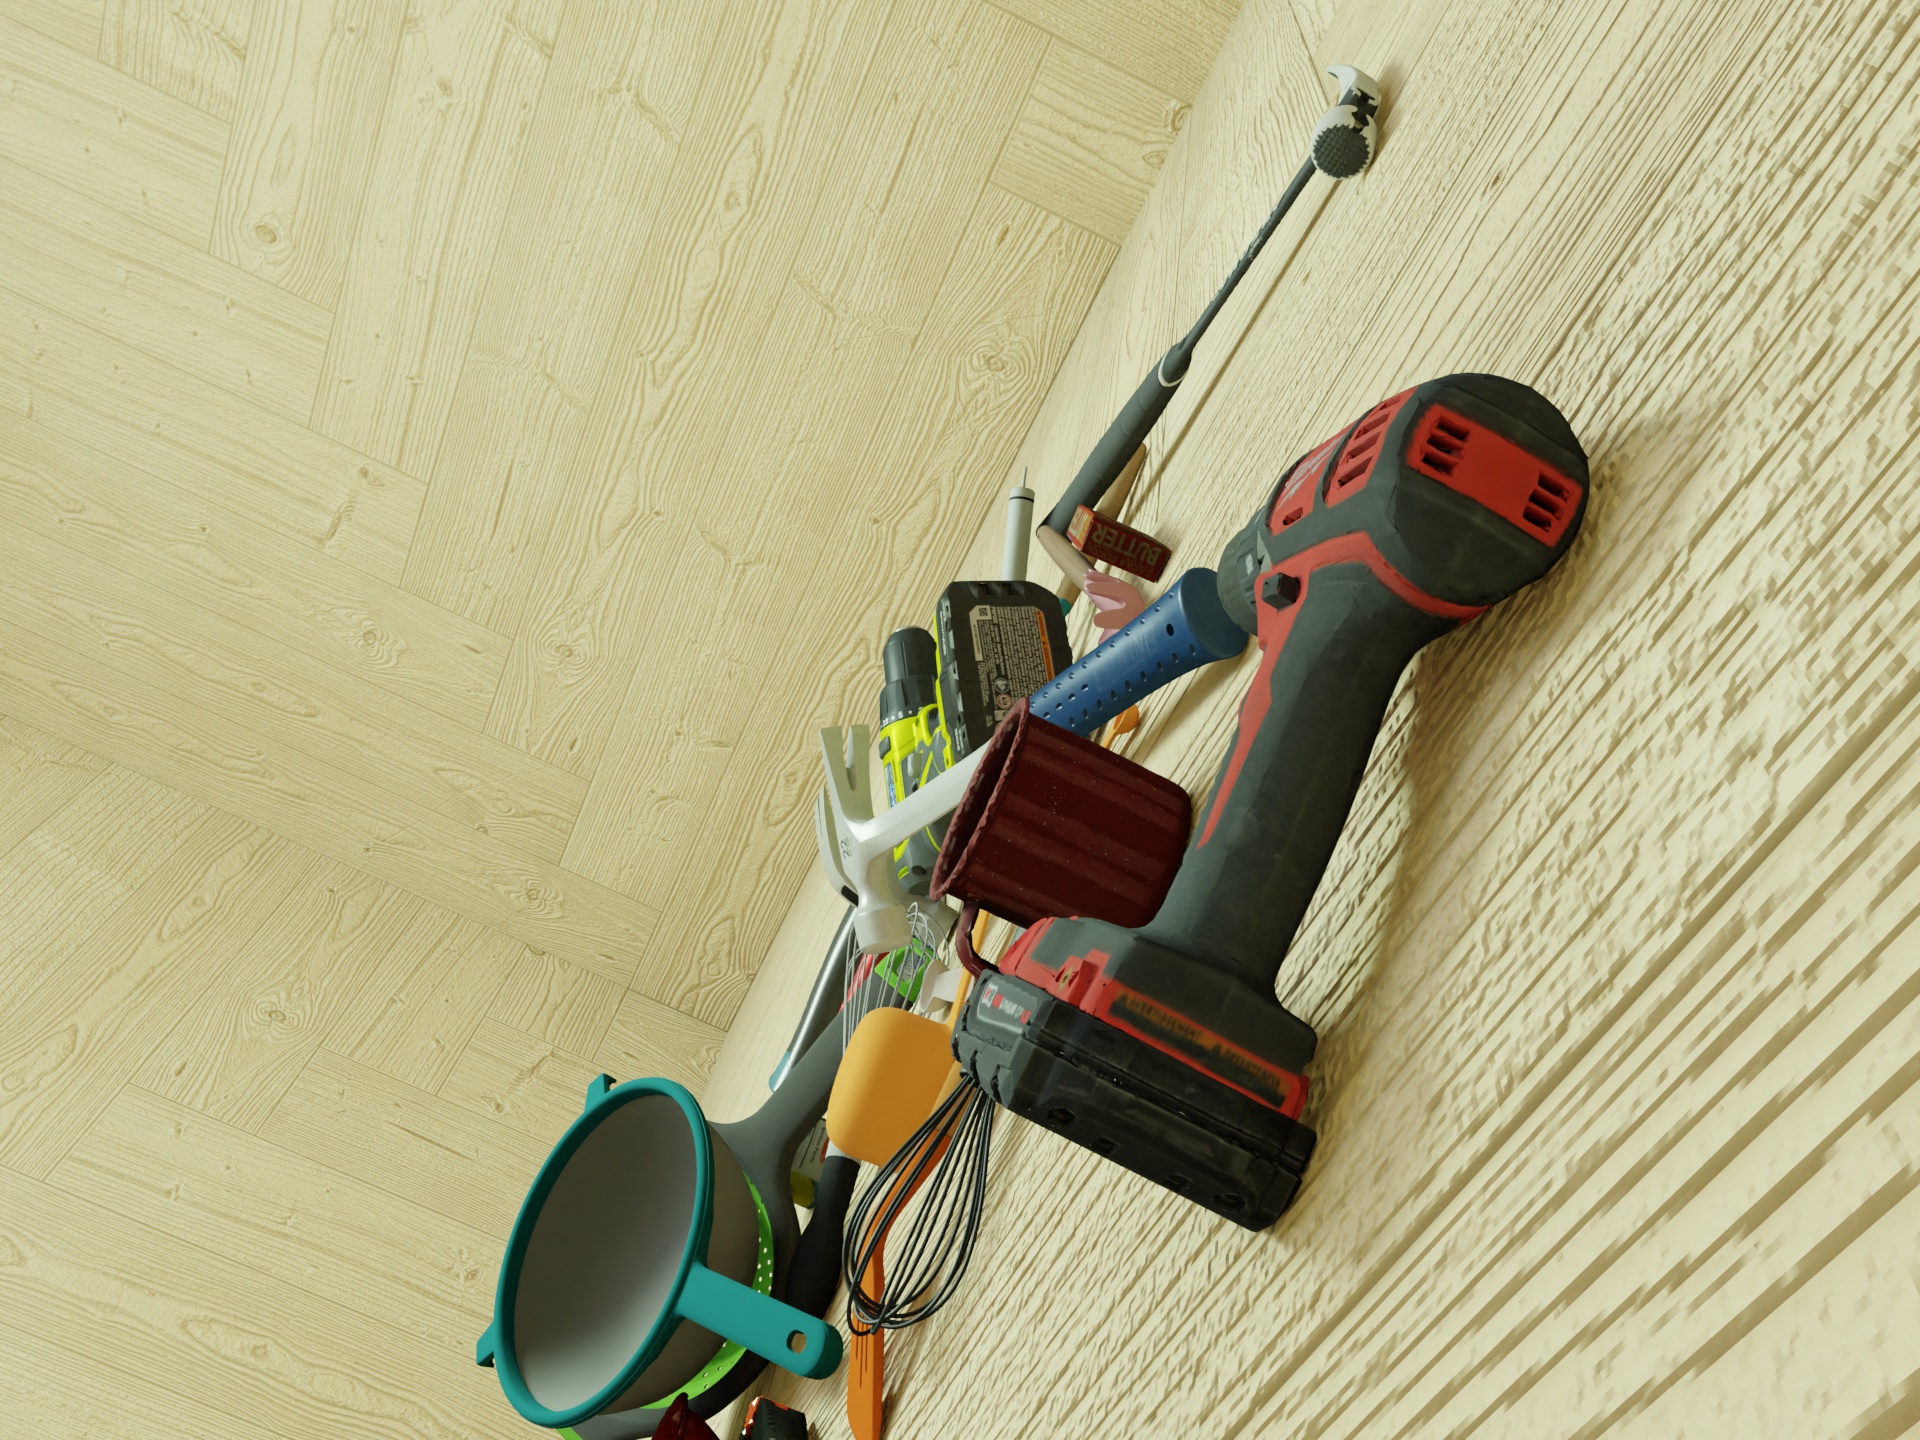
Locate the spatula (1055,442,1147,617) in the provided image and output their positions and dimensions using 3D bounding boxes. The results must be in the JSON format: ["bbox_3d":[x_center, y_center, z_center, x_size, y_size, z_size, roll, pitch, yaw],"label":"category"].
[{"bbox_3d":[0.092,-0.096,1.168,0.318,0.044,0.082,-63,2,-35],"label":"spatula"}]

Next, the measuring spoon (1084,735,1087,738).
[{"bbox_3d":[0.066,0.030,0.910,0.129,0.021,0.042,-57,8,-21],"label":"measuring spoon"}]

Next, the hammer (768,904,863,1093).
[{"bbox_3d":[-0.073,0.142,1.258,0.331,0.033,0.128,-67,14,-13],"label":"hammer"}]

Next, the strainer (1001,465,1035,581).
[{"bbox_3d":[0.037,-0.064,1.173,0.086,0.050,0.258,55,-140,-77],"label":"strainer"}]

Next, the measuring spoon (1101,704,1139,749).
[{"bbox_3d":[0.070,0.038,0.851,0.021,0.011,0.116,-76,9,-62],"label":"measuring spoon"}]

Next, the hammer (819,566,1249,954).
[{"bbox_3d":[0.019,0.014,0.851,0.405,0.035,0.144,-37,64,57],"label":"hammer"}]

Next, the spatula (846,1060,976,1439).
[{"bbox_3d":[0.009,0.176,0.750,0.323,0.041,0.081,-62,5,-16],"label":"spatula"}]

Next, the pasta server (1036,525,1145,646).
[{"bbox_3d":[0.074,-0.091,1.018,0.316,0.040,0.060,-112,18,-72],"label":"pasta server"}]

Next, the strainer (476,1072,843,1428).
[{"bbox_3d":[-0.152,0.339,0.950,0.340,0.095,0.211,-1,61,49],"label":"strainer"}]

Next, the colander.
[{"bbox_3d":[-0.137,0.322,1.108,0.397,0.205,0.094,-50,-31,-6],"label":"colander"}]

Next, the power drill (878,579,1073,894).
[{"bbox_3d":[-0.002,-0.003,1.048,0.228,0.080,0.191,130,135,-63],"label":"power drill"}]

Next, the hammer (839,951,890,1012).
[{"bbox_3d":[-0.035,0.126,1.303,0.143,0.038,0.386,-160,95,-83],"label":"hammer"}]

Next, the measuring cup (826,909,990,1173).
[{"bbox_3d":[-0.028,0.167,0.904,0.095,0.052,0.173,170,118,-81],"label":"measuring cup"}]

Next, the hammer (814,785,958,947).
[{"bbox_3d":[-0.004,0.016,1.216,0.331,0.130,0.031,-59,-2,-39],"label":"hammer"}]

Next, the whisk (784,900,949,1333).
[{"bbox_3d":[-0.065,0.238,0.995,0.070,0.070,0.285,122,166,-55],"label":"whisk"}]

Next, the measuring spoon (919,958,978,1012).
[{"bbox_3d":[0.000,0.161,0.957,0.124,0.018,0.034,153,132,-70],"label":"measuring spoon"}]

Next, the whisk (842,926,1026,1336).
[{"bbox_3d":[0.008,0.158,0.706,0.239,0.055,0.055,-63,4,-26],"label":"whisk"}]

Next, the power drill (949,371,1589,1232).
[{"bbox_3d":[0.083,0.016,0.472,0.227,0.080,0.188,-63,5,-7],"label":"power drill"}]

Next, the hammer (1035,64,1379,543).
[{"bbox_3d":[0.154,-0.258,1.074,0.408,0.036,0.149,-54,10,44],"label":"hammer"}]
